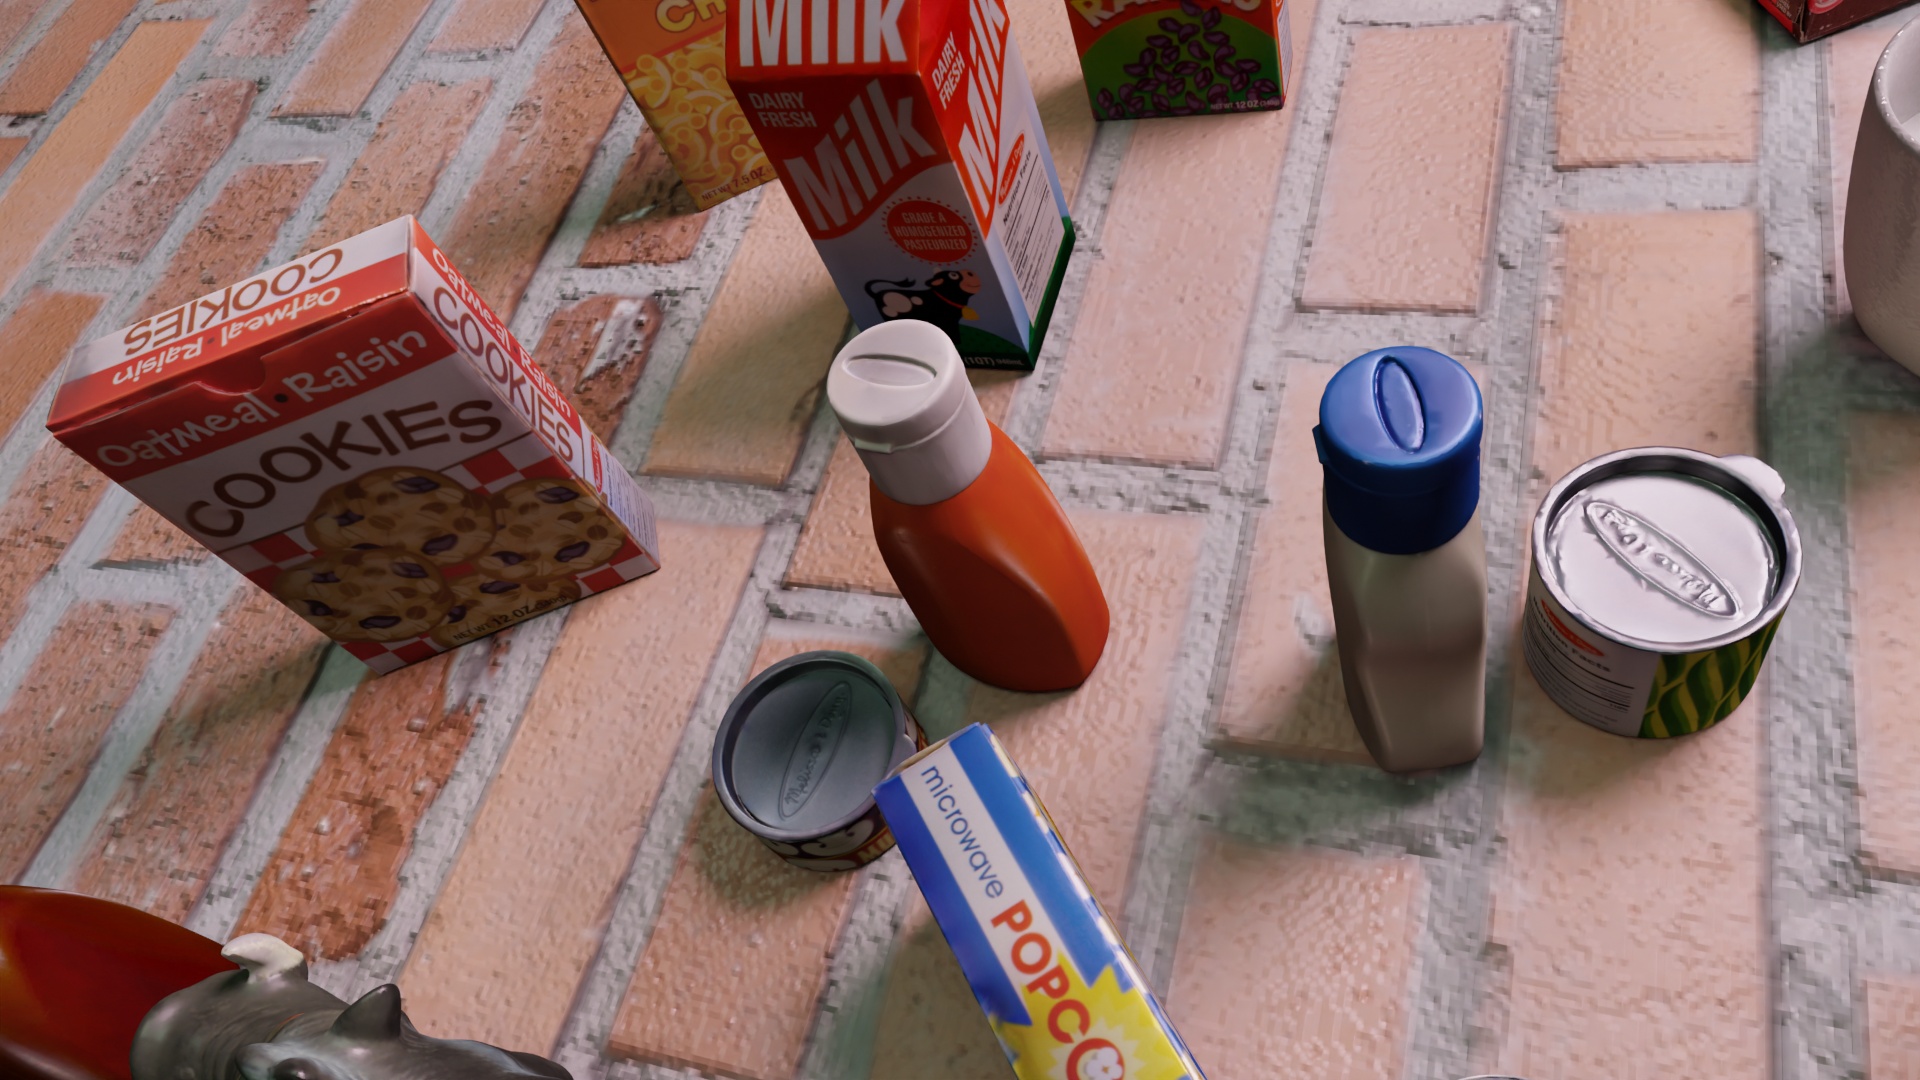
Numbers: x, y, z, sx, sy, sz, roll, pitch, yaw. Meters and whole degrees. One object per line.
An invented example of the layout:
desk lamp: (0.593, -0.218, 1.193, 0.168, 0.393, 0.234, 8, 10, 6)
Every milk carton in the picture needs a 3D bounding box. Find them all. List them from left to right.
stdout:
milk carton: (-0.020, -0.148, 0.497, 0.072, 0.189, 0.074, 6, 61, 22)

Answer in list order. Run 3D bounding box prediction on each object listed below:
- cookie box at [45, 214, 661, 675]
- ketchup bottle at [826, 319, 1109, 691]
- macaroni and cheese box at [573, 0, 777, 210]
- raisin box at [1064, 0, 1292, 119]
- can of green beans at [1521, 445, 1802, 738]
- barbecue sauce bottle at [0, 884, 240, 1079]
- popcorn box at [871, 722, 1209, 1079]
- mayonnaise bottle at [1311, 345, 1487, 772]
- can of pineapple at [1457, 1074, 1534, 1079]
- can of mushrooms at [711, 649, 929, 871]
cookie box: (-0.200, -0.024, 0.489, 0.123, 0.166, 0.040, -21, 54, 5)
ketchup bottle: (0.002, -0.005, 0.421, 0.065, 0.148, 0.044, 11, 63, 25)
macaroni and cheese box: (-0.095, -0.235, 0.594, 0.124, 0.165, 0.040, -24, 54, 2)
raisin box: (0.085, -0.231, 0.558, 0.086, 0.123, 0.040, 3, 59, 20)
can of green beans: (0.198, 0.016, 0.398, 0.071, 0.057, 0.071, -9, 56, 13)
barbecue sauce bottle: (-0.286, 0.135, 0.425, 0.043, 0.148, 0.065, -23, 54, 3)
popcorn box: (0.030, 0.120, 0.369, 0.038, 0.085, 0.127, -31, 54, -3)
mayonnaise bottle: (0.120, 0.008, 0.374, 0.041, 0.147, 0.065, -11, 55, 12)
can of pineapple: (0.131, 0.165, 0.323, 0.071, 0.057, 0.071, -9, 56, 13)
can of mushrooms: (-0.043, 0.073, 0.456, 0.071, 0.033, 0.071, -9, 56, 13)
